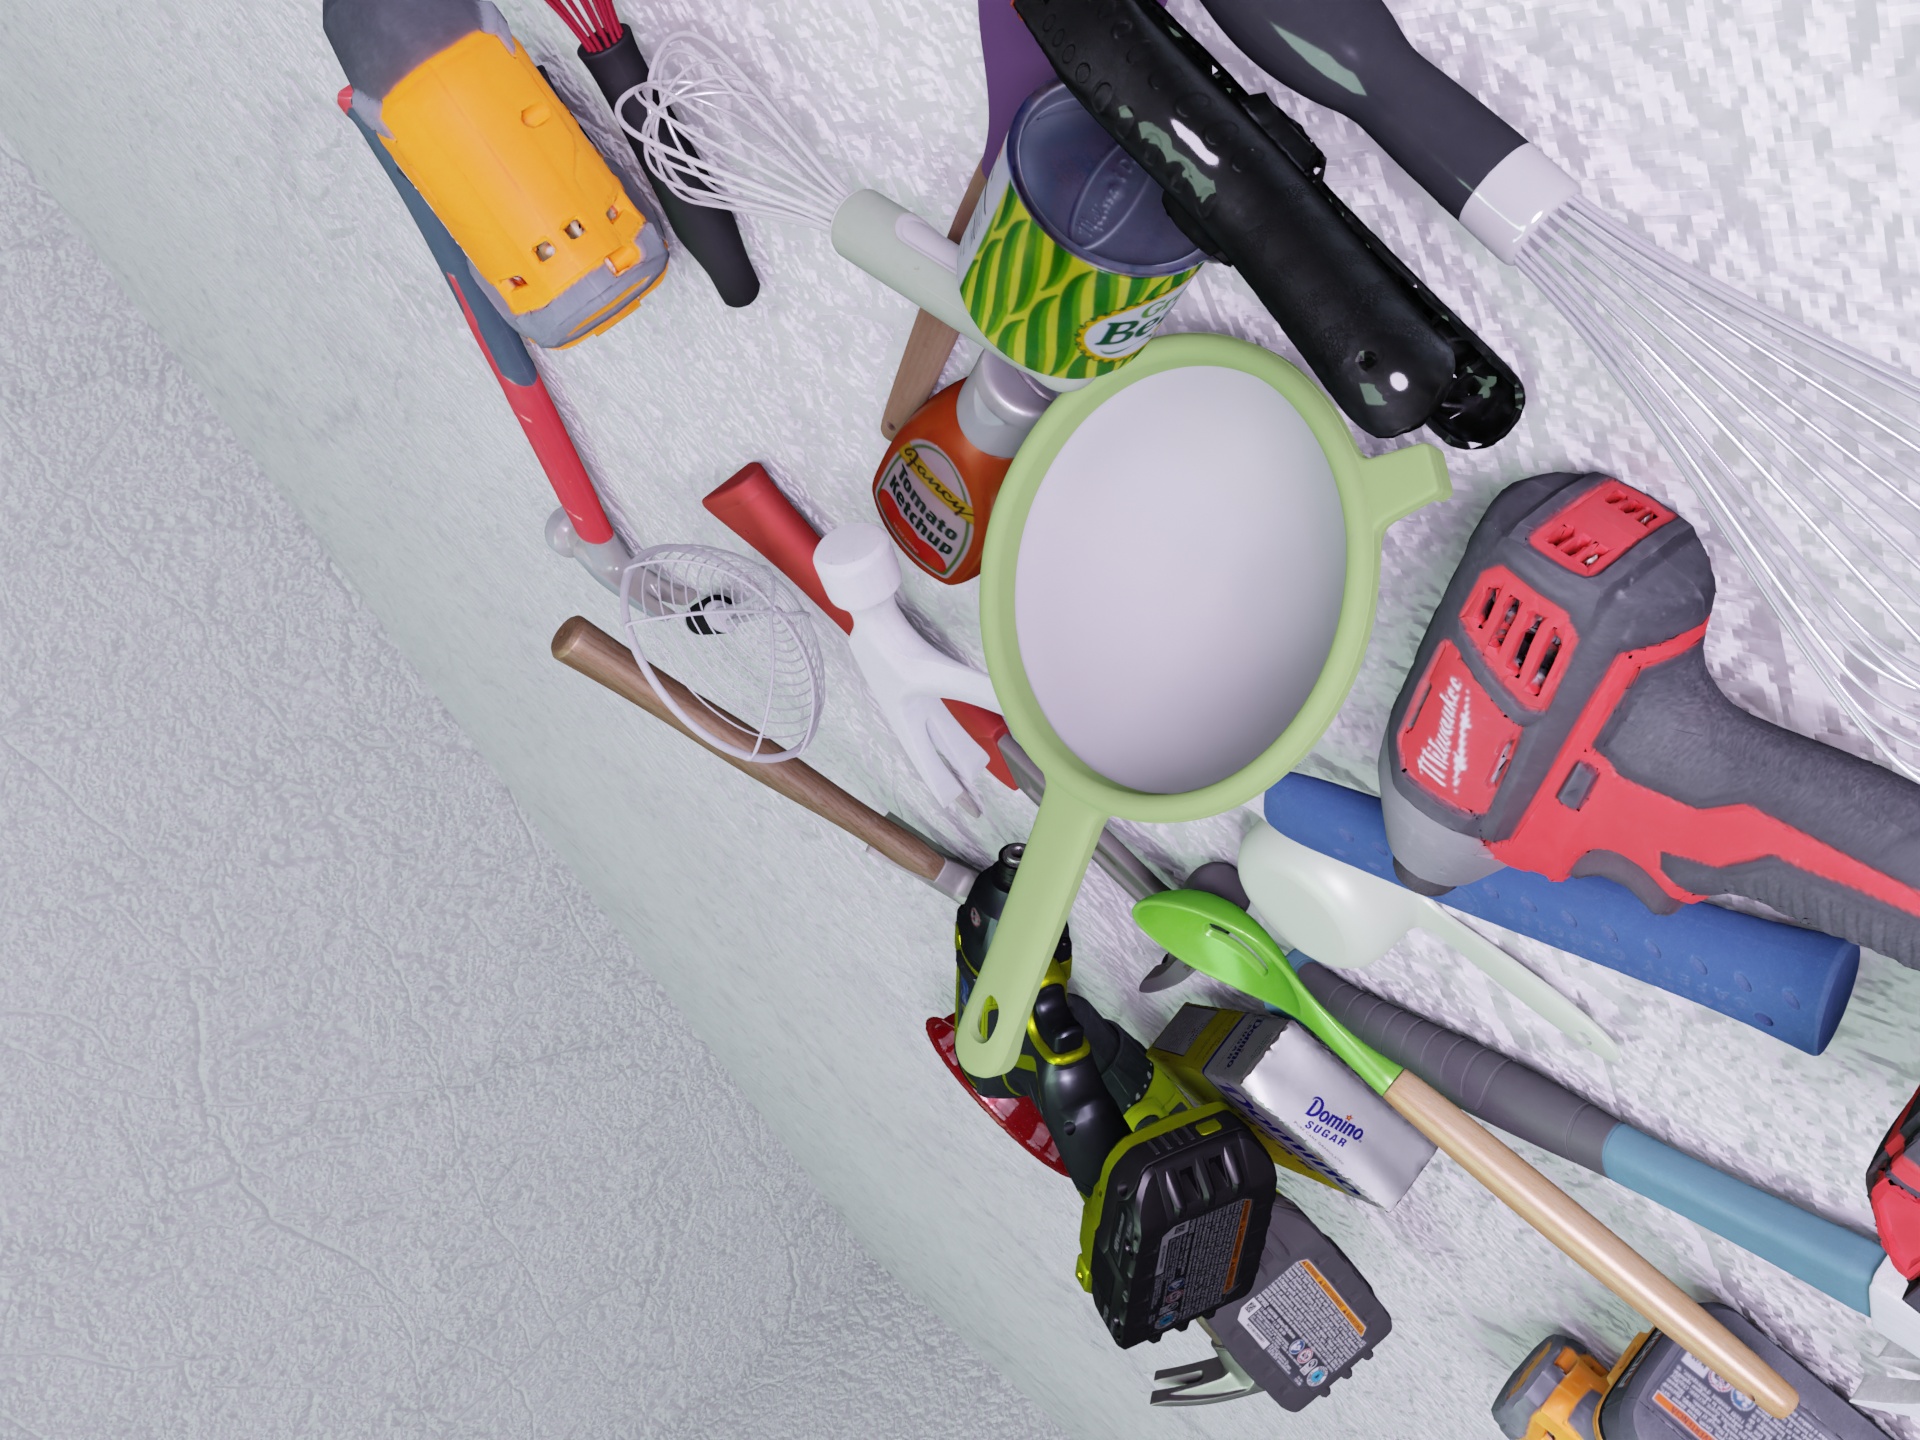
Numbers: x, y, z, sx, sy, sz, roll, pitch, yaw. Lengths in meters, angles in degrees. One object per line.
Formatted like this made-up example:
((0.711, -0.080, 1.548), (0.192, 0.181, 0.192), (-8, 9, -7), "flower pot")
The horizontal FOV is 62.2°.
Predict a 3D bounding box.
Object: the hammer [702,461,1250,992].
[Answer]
((-0.001, -0.003, 0.839), (0.359, 0.037, 0.149), (44, 159, 11), "hammer")

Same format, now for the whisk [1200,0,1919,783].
((0.146, -0.092, 0.350), (0.285, 0.070, 0.070), (48, 160, 15), "whisk")

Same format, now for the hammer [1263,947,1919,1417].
((0.250, 0.165, 0.636), (0.331, 0.033, 0.128), (23, 147, 50), "hammer")

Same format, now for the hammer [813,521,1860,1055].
((0.110, 0.029, 0.595), (0.406, 0.035, 0.143), (21, 146, 38), "hammer")

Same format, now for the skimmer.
((-0.152, -0.042, 0.920), (0.127, 0.090, 0.363), (47, 170, -13), "skimmer")

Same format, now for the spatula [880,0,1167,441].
((0.006, -0.173, 0.539), (0.060, 0.018, 0.315), (44, 159, 3), "spatula")

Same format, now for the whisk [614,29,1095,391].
((-0.040, -0.176, 0.551), (0.247, 0.058, 0.059), (40, 133, 31), "whisk")

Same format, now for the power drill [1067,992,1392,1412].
((0.132, 0.264, 0.919), (0.190, 0.080, 0.229), (52, 177, -30), "power drill")

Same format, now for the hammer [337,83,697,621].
((-0.274, -0.220, 0.996), (0.143, 0.038, 0.385), (33, 155, 33), "hammer")

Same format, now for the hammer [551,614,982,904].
((-0.101, 0.034, 0.954), (0.331, 0.031, 0.130), (35, 174, -29), "hammer")

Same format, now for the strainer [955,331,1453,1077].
((0.064, 0.005, 0.523), (0.152, 0.069, 0.256), (35, 113, 41), "strainer")

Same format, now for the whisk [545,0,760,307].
((-0.146, -0.277, 0.608), (0.073, 0.073, 0.295), (31, 159, 40), "whisk")

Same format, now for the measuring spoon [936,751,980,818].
((-0.013, 0.016, 0.934), (0.034, 0.018, 0.124), (24, 156, 45), "measuring spoon")

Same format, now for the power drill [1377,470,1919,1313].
((0.207, 0.046, 0.413), (0.220, 0.078, 0.143), (41, 142, 27), "power drill")

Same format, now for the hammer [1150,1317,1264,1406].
((0.106, 0.309, 1.097), (0.146, 0.038, 0.410), (-25, 106, 24), "hammer")

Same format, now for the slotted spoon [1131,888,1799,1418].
((0.200, 0.167, 0.657), (0.314, 0.031, 0.070), (39, 161, 21), "slotted spoon")

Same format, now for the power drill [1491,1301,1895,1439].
((0.349, 0.354, 0.715), (0.185, 0.084, 0.226), (40, 163, 21), "power drill")

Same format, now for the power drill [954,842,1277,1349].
((0.062, 0.182, 0.807), (0.223, 0.080, 0.171), (-127, 29, -44), "power drill")

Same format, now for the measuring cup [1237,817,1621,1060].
((0.180, 0.092, 0.634), (0.168, 0.038, 0.083), (38, 157, 32), "measuring cup")

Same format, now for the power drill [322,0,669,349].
((-0.189, -0.231, 0.649), (0.164, 0.084, 0.227), (54, 179, -15), "power drill")
